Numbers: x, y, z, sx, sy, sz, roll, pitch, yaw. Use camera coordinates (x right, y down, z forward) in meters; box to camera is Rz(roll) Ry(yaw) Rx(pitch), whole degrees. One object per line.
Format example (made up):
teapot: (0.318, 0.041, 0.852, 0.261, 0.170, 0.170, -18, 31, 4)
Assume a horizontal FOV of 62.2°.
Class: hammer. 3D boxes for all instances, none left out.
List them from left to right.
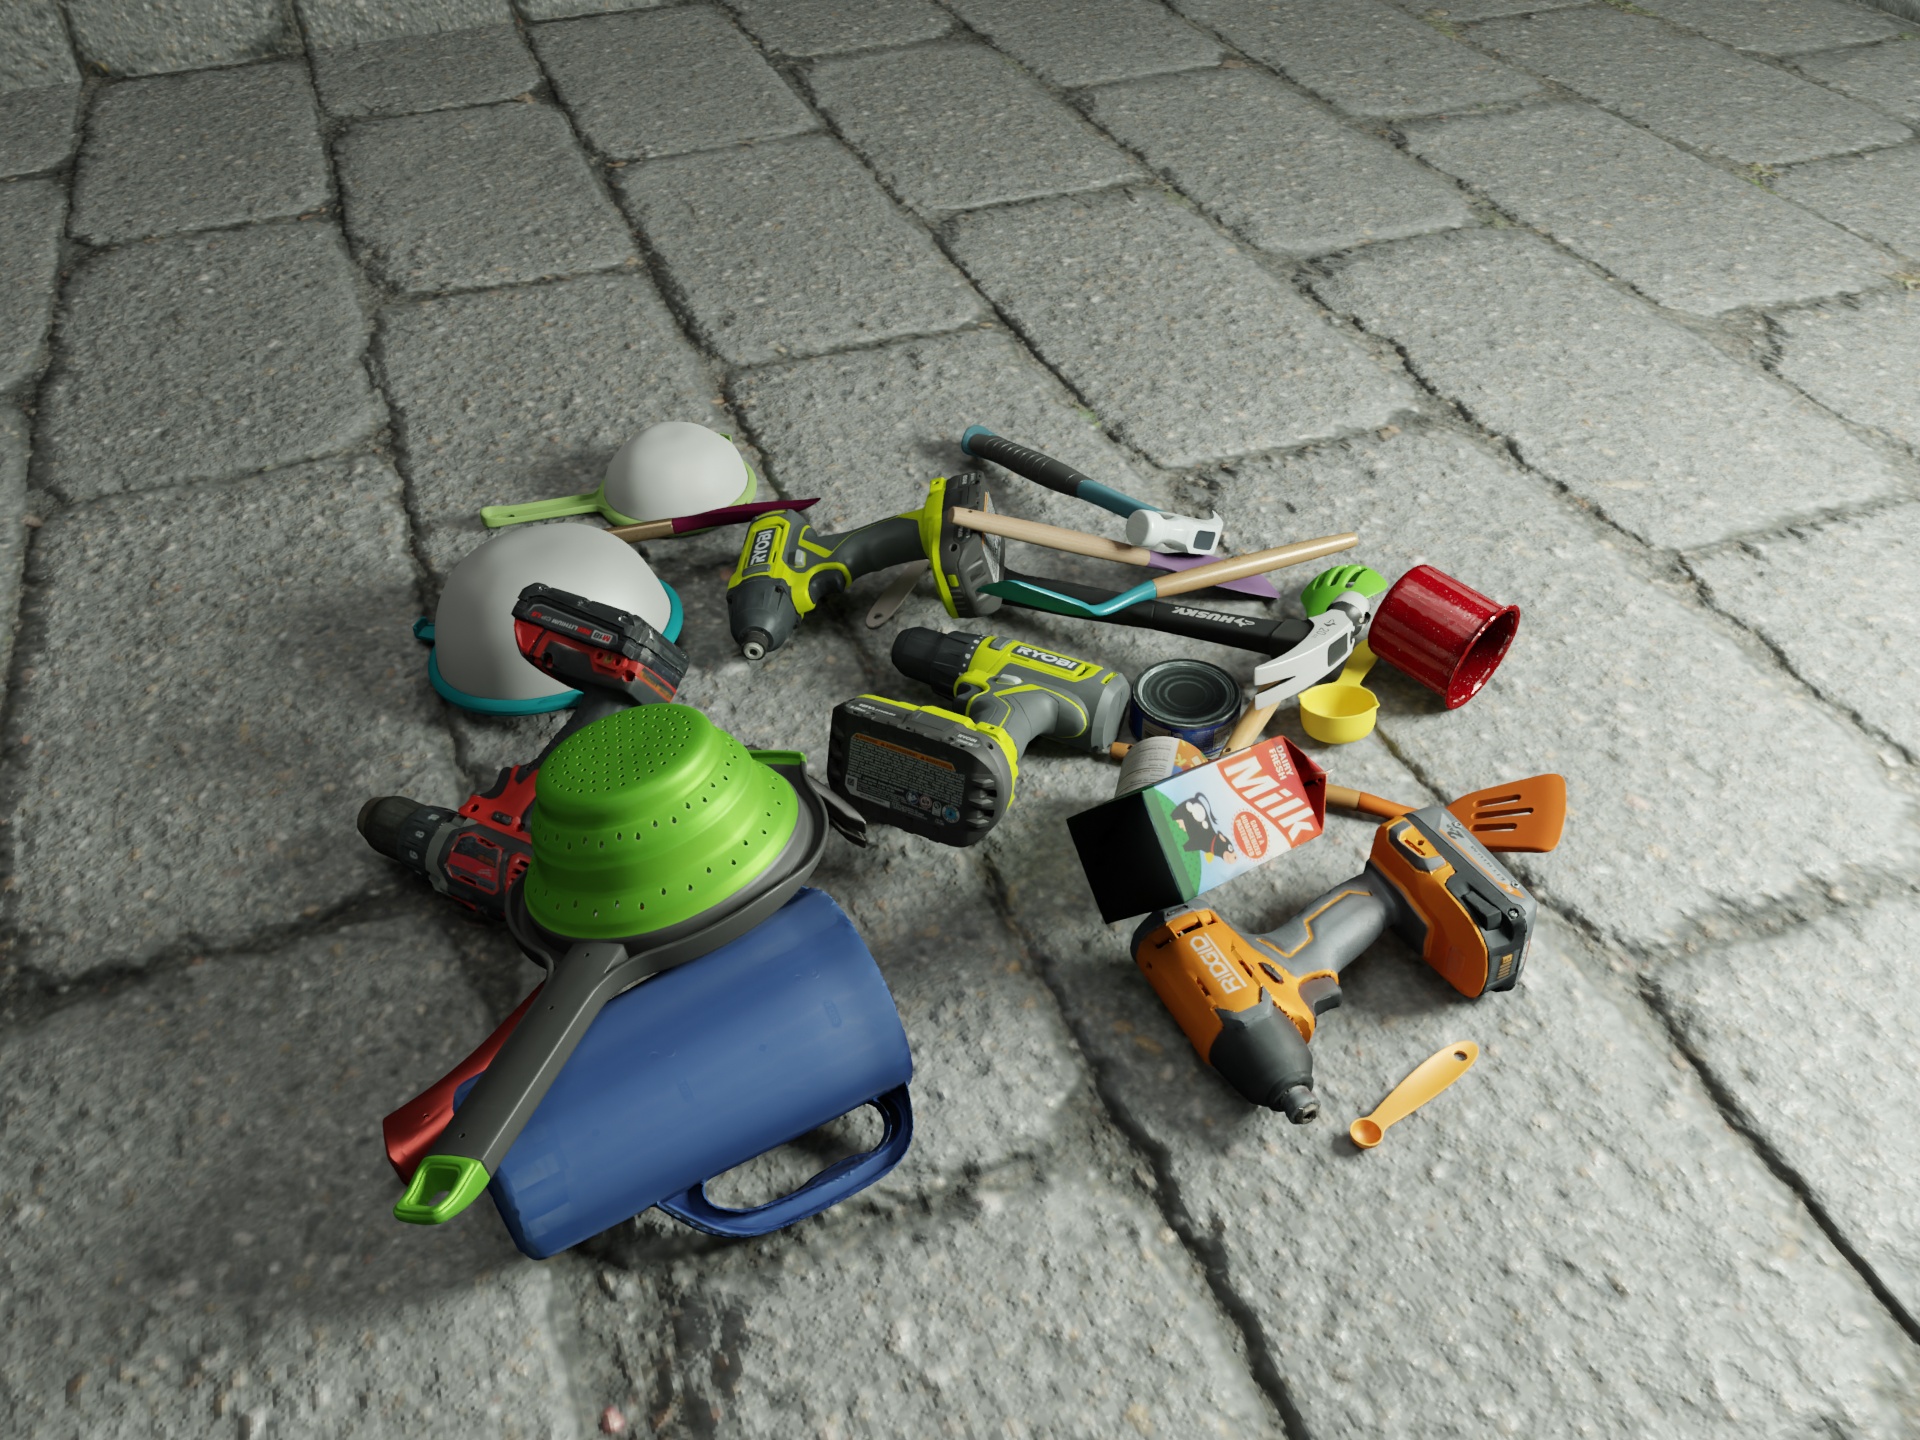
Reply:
hammer: (-0.218, 0.152, 1.014, 0.149, 0.036, 0.359, 28, 56, 19)
hammer: (0.105, -0.210, 1.422, 0.128, 0.033, 0.331, 3, 21, -39)
hammer: (0.143, -0.083, 1.271, 0.335, 0.035, 0.146, 14, 36, 32)

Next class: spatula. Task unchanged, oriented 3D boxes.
spatula: (0.129, -0.139, 1.300, 0.315, 0.018, 0.060, 8, 32, -28)
spatula: (0.172, -0.119, 1.248, 0.317, 0.044, 0.082, -14, 3, -16)
spatula: (0.265, 0.046, 1.150, 0.323, 0.041, 0.081, 11, 43, 17)

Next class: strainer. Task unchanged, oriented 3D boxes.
strainer: (-0.306, -0.073, 1.241, 0.211, 0.095, 0.341, -25, 37, -20)
strainer: (-0.319, -0.229, 1.476, 0.256, 0.069, 0.152, -12, 41, -13)

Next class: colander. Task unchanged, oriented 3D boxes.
colander: (-0.213, 0.101, 0.899, 0.204, 0.094, 0.397, -3, 33, 22)

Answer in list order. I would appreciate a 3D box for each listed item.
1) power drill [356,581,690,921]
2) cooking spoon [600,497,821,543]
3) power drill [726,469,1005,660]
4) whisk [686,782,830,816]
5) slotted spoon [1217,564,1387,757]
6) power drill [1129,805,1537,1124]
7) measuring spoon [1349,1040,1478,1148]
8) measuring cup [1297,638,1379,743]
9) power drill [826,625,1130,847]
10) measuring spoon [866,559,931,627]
power drill: (-0.310, 0.022, 1.118, 0.188, 0.080, 0.227, 18, 77, 24)
cooking spoon: (-0.281, -0.169, 1.420, 0.319, 0.017, 0.069, -10, 14, 0)
power drill: (-0.081, -0.124, 1.316, 0.223, 0.080, 0.171, -11, 39, 13)
whisk: (-0.097, 0.055, 1.155, 0.239, 0.055, 0.055, 2, 40, -2)
slotted spoon: (0.264, -0.049, 1.250, 0.070, 0.031, 0.314, 0, 32, 35)
power drill: (0.242, 0.155, 0.995, 0.226, 0.084, 0.164, -20, 44, -14)
measuring spoon: (0.276, 0.226, 0.962, 0.117, 0.011, 0.021, -27, 46, -31)
measuring cup: (0.309, -0.025, 1.250, 0.062, 0.029, 0.156, 8, 28, 25)
power drill: (-0.002, -0.004, 1.164, 0.191, 0.080, 0.228, 18, 28, 20)
measuring spoon: (-0.046, -0.116, 1.378, 0.034, 0.018, 0.124, 20, 52, 23)
